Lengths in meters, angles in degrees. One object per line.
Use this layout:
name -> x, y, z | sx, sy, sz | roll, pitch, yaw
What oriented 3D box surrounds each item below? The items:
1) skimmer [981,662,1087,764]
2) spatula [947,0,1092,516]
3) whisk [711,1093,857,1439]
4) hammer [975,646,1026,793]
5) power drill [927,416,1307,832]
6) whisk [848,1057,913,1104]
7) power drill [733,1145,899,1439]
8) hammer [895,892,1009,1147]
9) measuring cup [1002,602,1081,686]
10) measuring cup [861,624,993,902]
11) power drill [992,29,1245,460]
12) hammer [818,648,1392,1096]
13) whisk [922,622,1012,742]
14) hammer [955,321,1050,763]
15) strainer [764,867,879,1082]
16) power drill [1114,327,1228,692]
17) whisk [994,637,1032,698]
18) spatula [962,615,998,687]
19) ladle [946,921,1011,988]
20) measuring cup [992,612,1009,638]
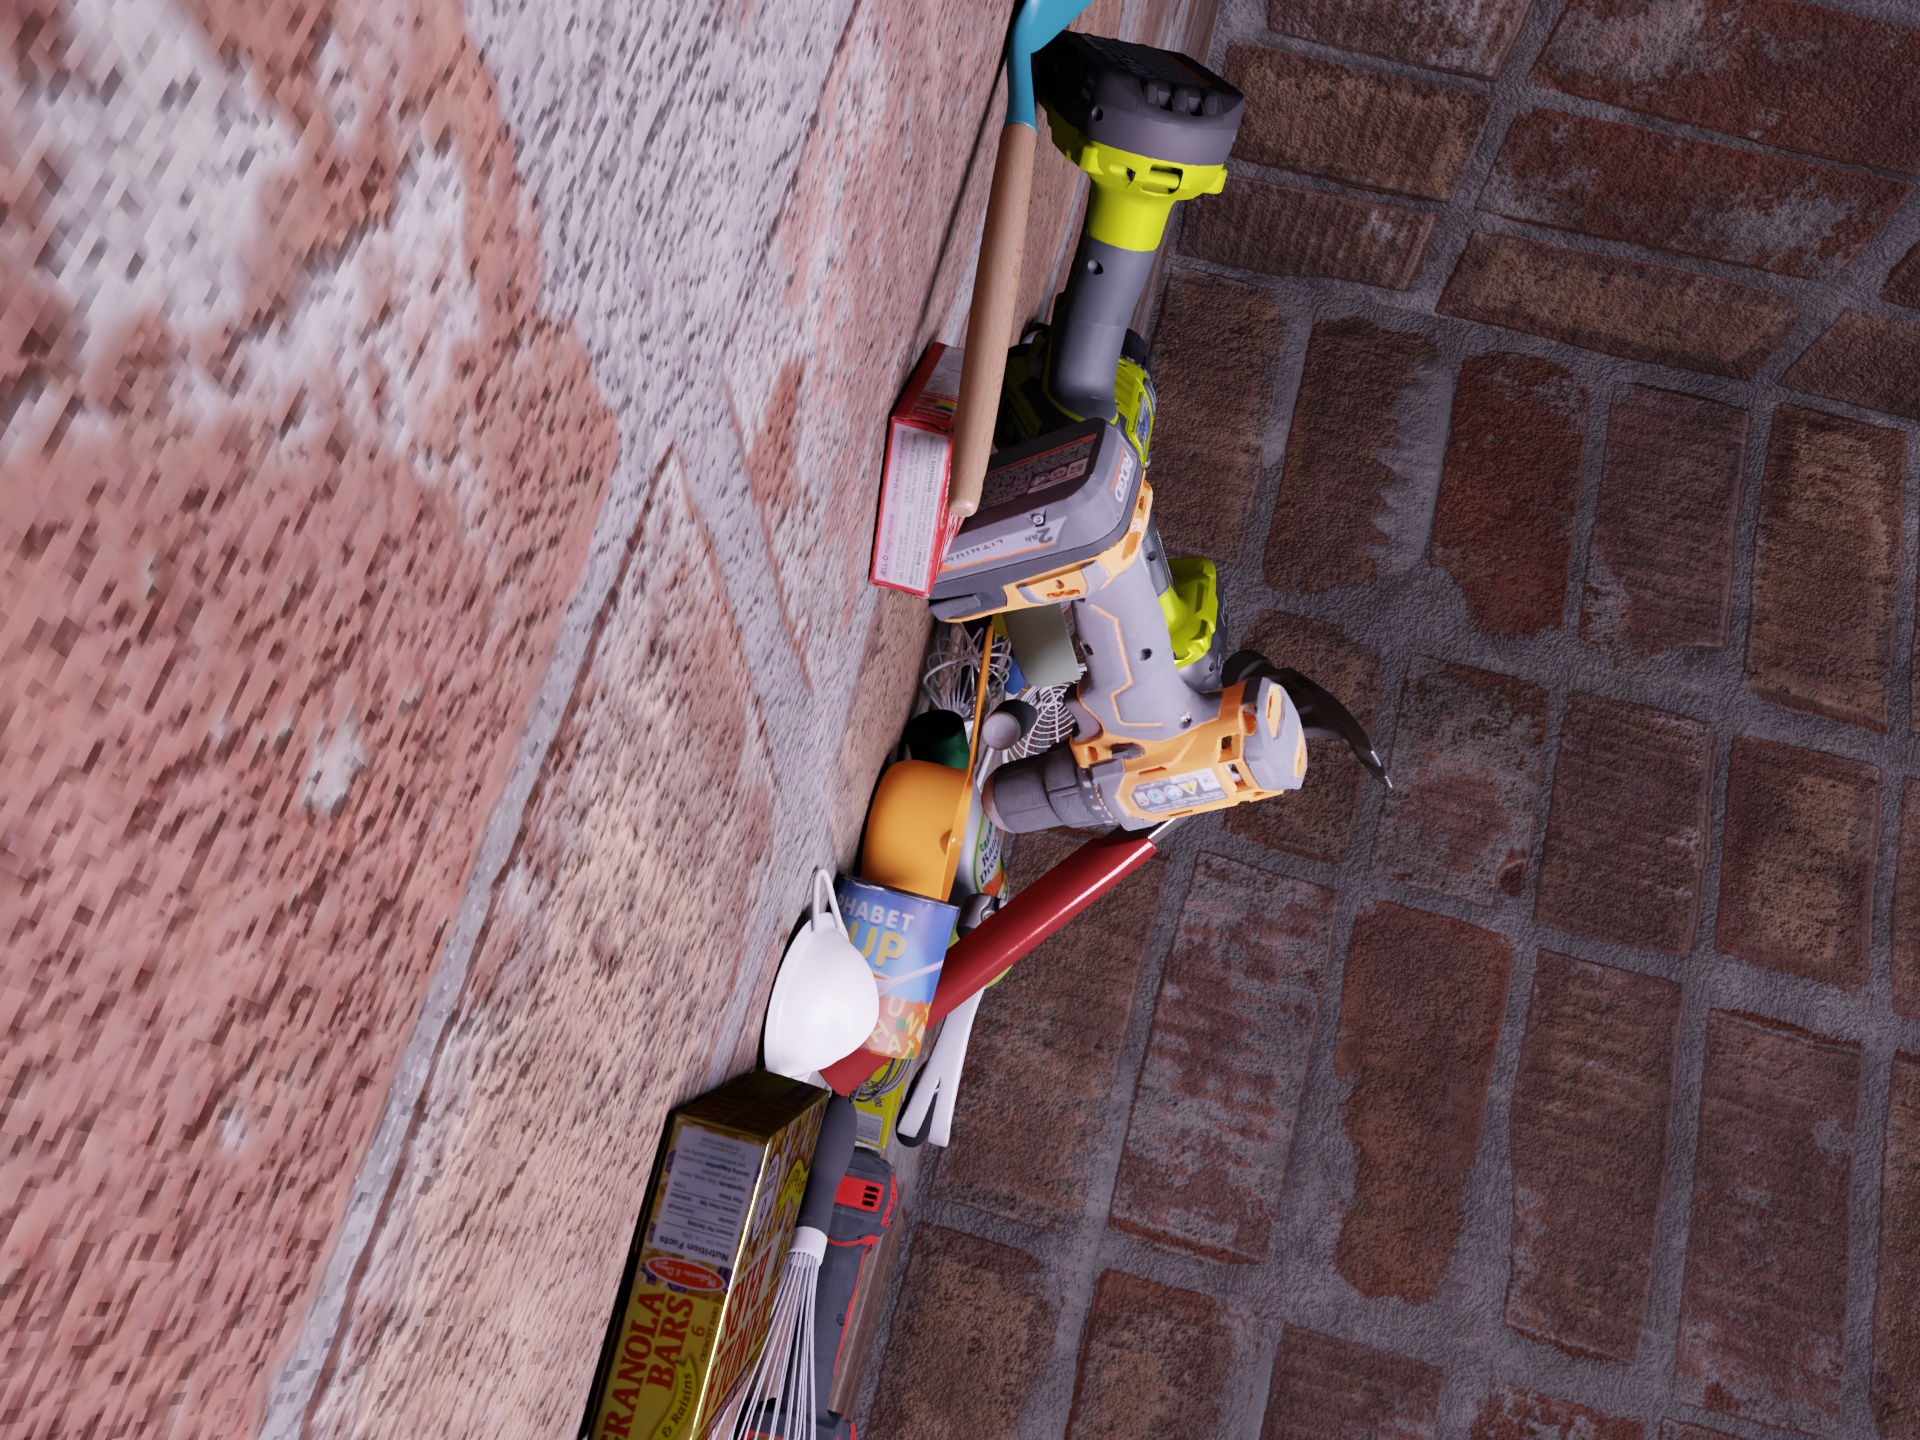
skimmer -> 0.069, 0.015, 1.095 | 0.127, 0.090, 0.363 | -44, 177, 8
spatula -> 0.033, -0.229, 0.681 | 0.082, 0.044, 0.318 | 117, -17, -70
whisk -> -0.097, 0.338, 0.931 | 0.285, 0.070, 0.070 | -77, 178, -48
hammer -> 0.040, -0.018, 1.288 | 0.144, 0.035, 0.405 | -69, 179, -49
power drill -> 0.055, -0.029, 0.833 | 0.226, 0.185, 0.084 | 54, 36, -31
whisk -> -0.041, 0.132, 1.035 | 0.055, 0.055, 0.239 | 94, 7, -65
power drill -> -0.091, 0.410, 1.096 | 0.187, 0.080, 0.227 | 91, 11, -71
hammer -> -0.019, 0.252, 1.120 | 0.408, 0.036, 0.149 | 104, 4, -65
measuring cup -> 0.040, -0.089, 1.032 | 0.083, 0.038, 0.168 | 70, 4, -45
measuring cup -> -0.019, 0.025, 0.927 | 0.095, 0.052, 0.173 | 47, 54, -84
power drill -> 0.066, -0.237, 0.845 | 0.171, 0.080, 0.223 | -110, -151, -54
hammer -> 0.068, 0.098, 0.907 | 0.359, 0.036, 0.149 | -38, -149, -1
whisk -> -0.002, -0.003, 1.062 | 0.246, 0.058, 0.059 | 103, -35, -71
hammer -> 0.033, -0.123, 1.166 | 0.146, 0.035, 0.334 | -59, 163, -71
strainer -> -0.084, 0.201, 0.767 | 0.087, 0.050, 0.258 | 5, 104, -69
power drill -> 0.122, -0.145, 1.102 | 0.191, 0.080, 0.228 | -74, 149, -49
whisk -> 0.055, -0.076, 1.515 | 0.245, 0.047, 0.051 | -72, 174, -68
spatula -> 0.004, -0.093, 0.946 | 0.060, 0.018, 0.315 | 61, -6, 18
ladle -> -0.001, 0.186, 1.382 | 0.078, 0.062, 0.320 | -45, -179, -6
measuring cup -> 0.033, -0.089, 1.079 | 0.062, 0.029, 0.156 | -66, 160, 1
